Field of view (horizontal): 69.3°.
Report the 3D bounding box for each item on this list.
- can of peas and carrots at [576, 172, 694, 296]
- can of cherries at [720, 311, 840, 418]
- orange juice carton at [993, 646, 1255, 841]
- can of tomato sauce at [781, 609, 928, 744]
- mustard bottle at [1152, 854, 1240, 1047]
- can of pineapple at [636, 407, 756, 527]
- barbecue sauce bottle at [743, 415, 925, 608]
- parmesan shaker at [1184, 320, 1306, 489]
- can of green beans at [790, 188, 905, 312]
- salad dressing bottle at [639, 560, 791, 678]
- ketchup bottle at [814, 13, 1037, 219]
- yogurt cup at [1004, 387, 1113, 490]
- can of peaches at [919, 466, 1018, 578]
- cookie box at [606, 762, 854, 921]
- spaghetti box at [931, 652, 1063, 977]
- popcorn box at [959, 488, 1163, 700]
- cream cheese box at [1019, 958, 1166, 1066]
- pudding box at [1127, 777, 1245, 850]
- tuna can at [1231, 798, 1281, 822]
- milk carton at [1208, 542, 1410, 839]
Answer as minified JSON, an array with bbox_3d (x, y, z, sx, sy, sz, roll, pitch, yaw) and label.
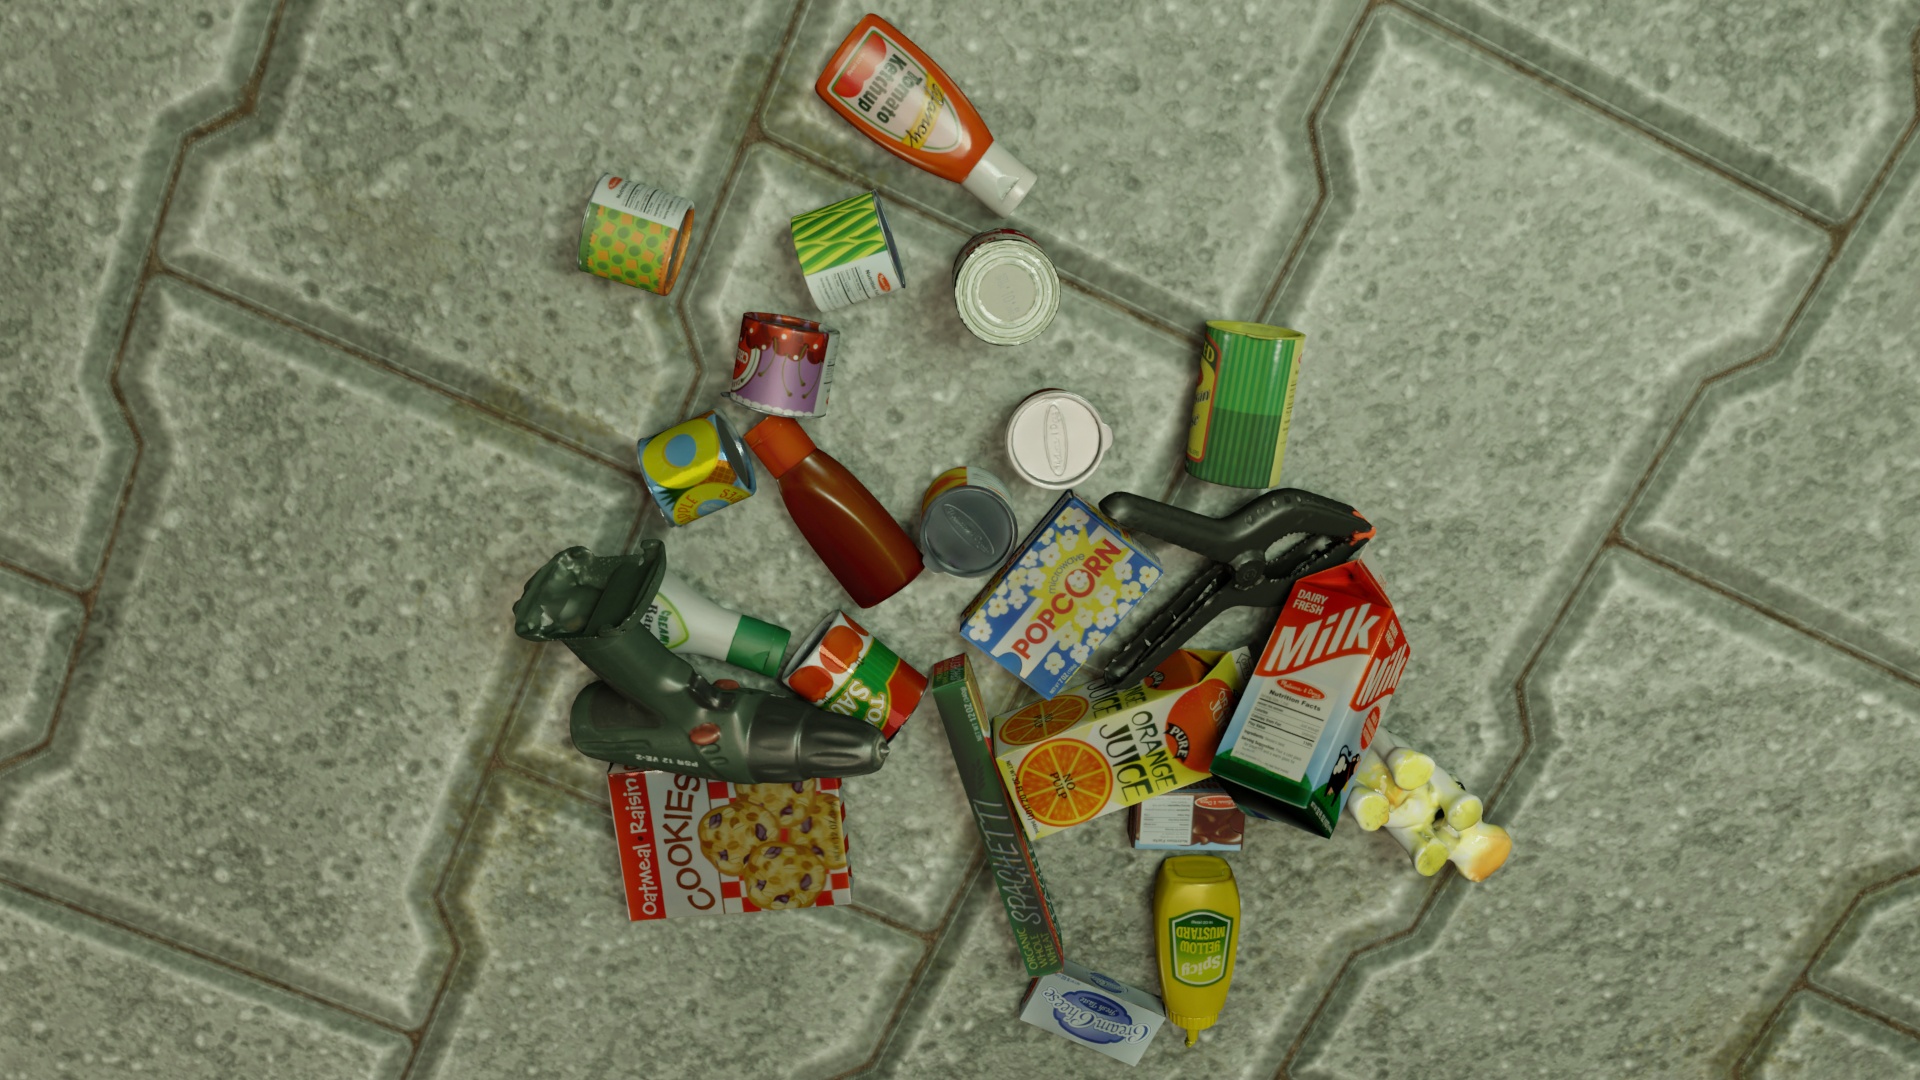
[{"bbox_3d":[-0.211,-0.196,0.903,0.059,0.071,0.070,16,105,-6],"label":"can of peas and carrots"},{"bbox_3d":[-0.120,-0.118,0.924,0.071,0.072,0.058,11,105,-4],"label":"can of cherries"},{"bbox_3d":[0.125,0.139,0.996,0.193,0.073,0.071,-21,105,5],"label":"orange juice carton"},{"bbox_3d":[-0.075,0.100,0.985,0.083,0.071,0.071,39,102,-10],"label":"can of tomato sauce"},{"bbox_3d":[0.180,0.320,1.060,0.065,0.049,0.159,-2,106,2],"label":"mustard bottle"},{"bbox_3d":[-0.178,-0.048,0.943,0.058,0.071,0.071,-23,105,6],"label":"can of pineapple"},{"bbox_3d":[-0.090,-0.024,0.959,0.064,0.044,0.148,-30,101,44],"label":"barbecue sauce bottle"},{"bbox_3d":[0.190,-0.091,0.933,0.071,0.071,0.102,6,106,-2],"label":"parmesan shaker"},{"bbox_3d":[-0.073,-0.188,0.906,0.058,0.071,0.071,-17,105,5],"label":"can of green beans"},{"bbox_3d":[-0.195,0.058,0.985,0.148,0.044,0.064,19,112,-6],"label":"salad dressing bottle"},{"bbox_3d":[-0.018,-0.268,0.896,0.149,0.044,0.064,37,102,-11],"label":"ketchup bottle"},{"bbox_3d":[0.063,-0.073,0.946,0.072,0.054,0.072,0,106,0],"label":"yogurt cup"},{"bbox_3d":[0.003,-0.012,0.961,0.071,0.058,0.071,0,107,-1],"label":"can of peaches"},{"bbox_3d":[-0.169,0.214,1.032,0.167,0.040,0.122,-5,106,0],"label":"cookie box"},{"bbox_3d":[0.029,0.206,1.026,0.029,0.050,0.249,-16,105,6],"label":"spaghetti box"},{"bbox_3d":[0.071,0.038,0.986,0.085,0.038,0.126,38,102,-11],"label":"popcorn box"},{"bbox_3d":[0.103,0.367,1.086,0.104,0.024,0.053,24,106,-7],"label":"cream cheese box"},{"bbox_3d":[0.169,0.204,1.037,0.084,0.030,0.049,1,105,-1],"label":"pudding box"},{"bbox_3d":[0.231,0.172,1.012,0.071,0.033,0.071,1,88,-32],"label":"tuna can"},{"bbox_3d":[0.250,0.097,0.952,0.191,0.073,0.072,-62,144,-15],"label":"milk carton"}]
